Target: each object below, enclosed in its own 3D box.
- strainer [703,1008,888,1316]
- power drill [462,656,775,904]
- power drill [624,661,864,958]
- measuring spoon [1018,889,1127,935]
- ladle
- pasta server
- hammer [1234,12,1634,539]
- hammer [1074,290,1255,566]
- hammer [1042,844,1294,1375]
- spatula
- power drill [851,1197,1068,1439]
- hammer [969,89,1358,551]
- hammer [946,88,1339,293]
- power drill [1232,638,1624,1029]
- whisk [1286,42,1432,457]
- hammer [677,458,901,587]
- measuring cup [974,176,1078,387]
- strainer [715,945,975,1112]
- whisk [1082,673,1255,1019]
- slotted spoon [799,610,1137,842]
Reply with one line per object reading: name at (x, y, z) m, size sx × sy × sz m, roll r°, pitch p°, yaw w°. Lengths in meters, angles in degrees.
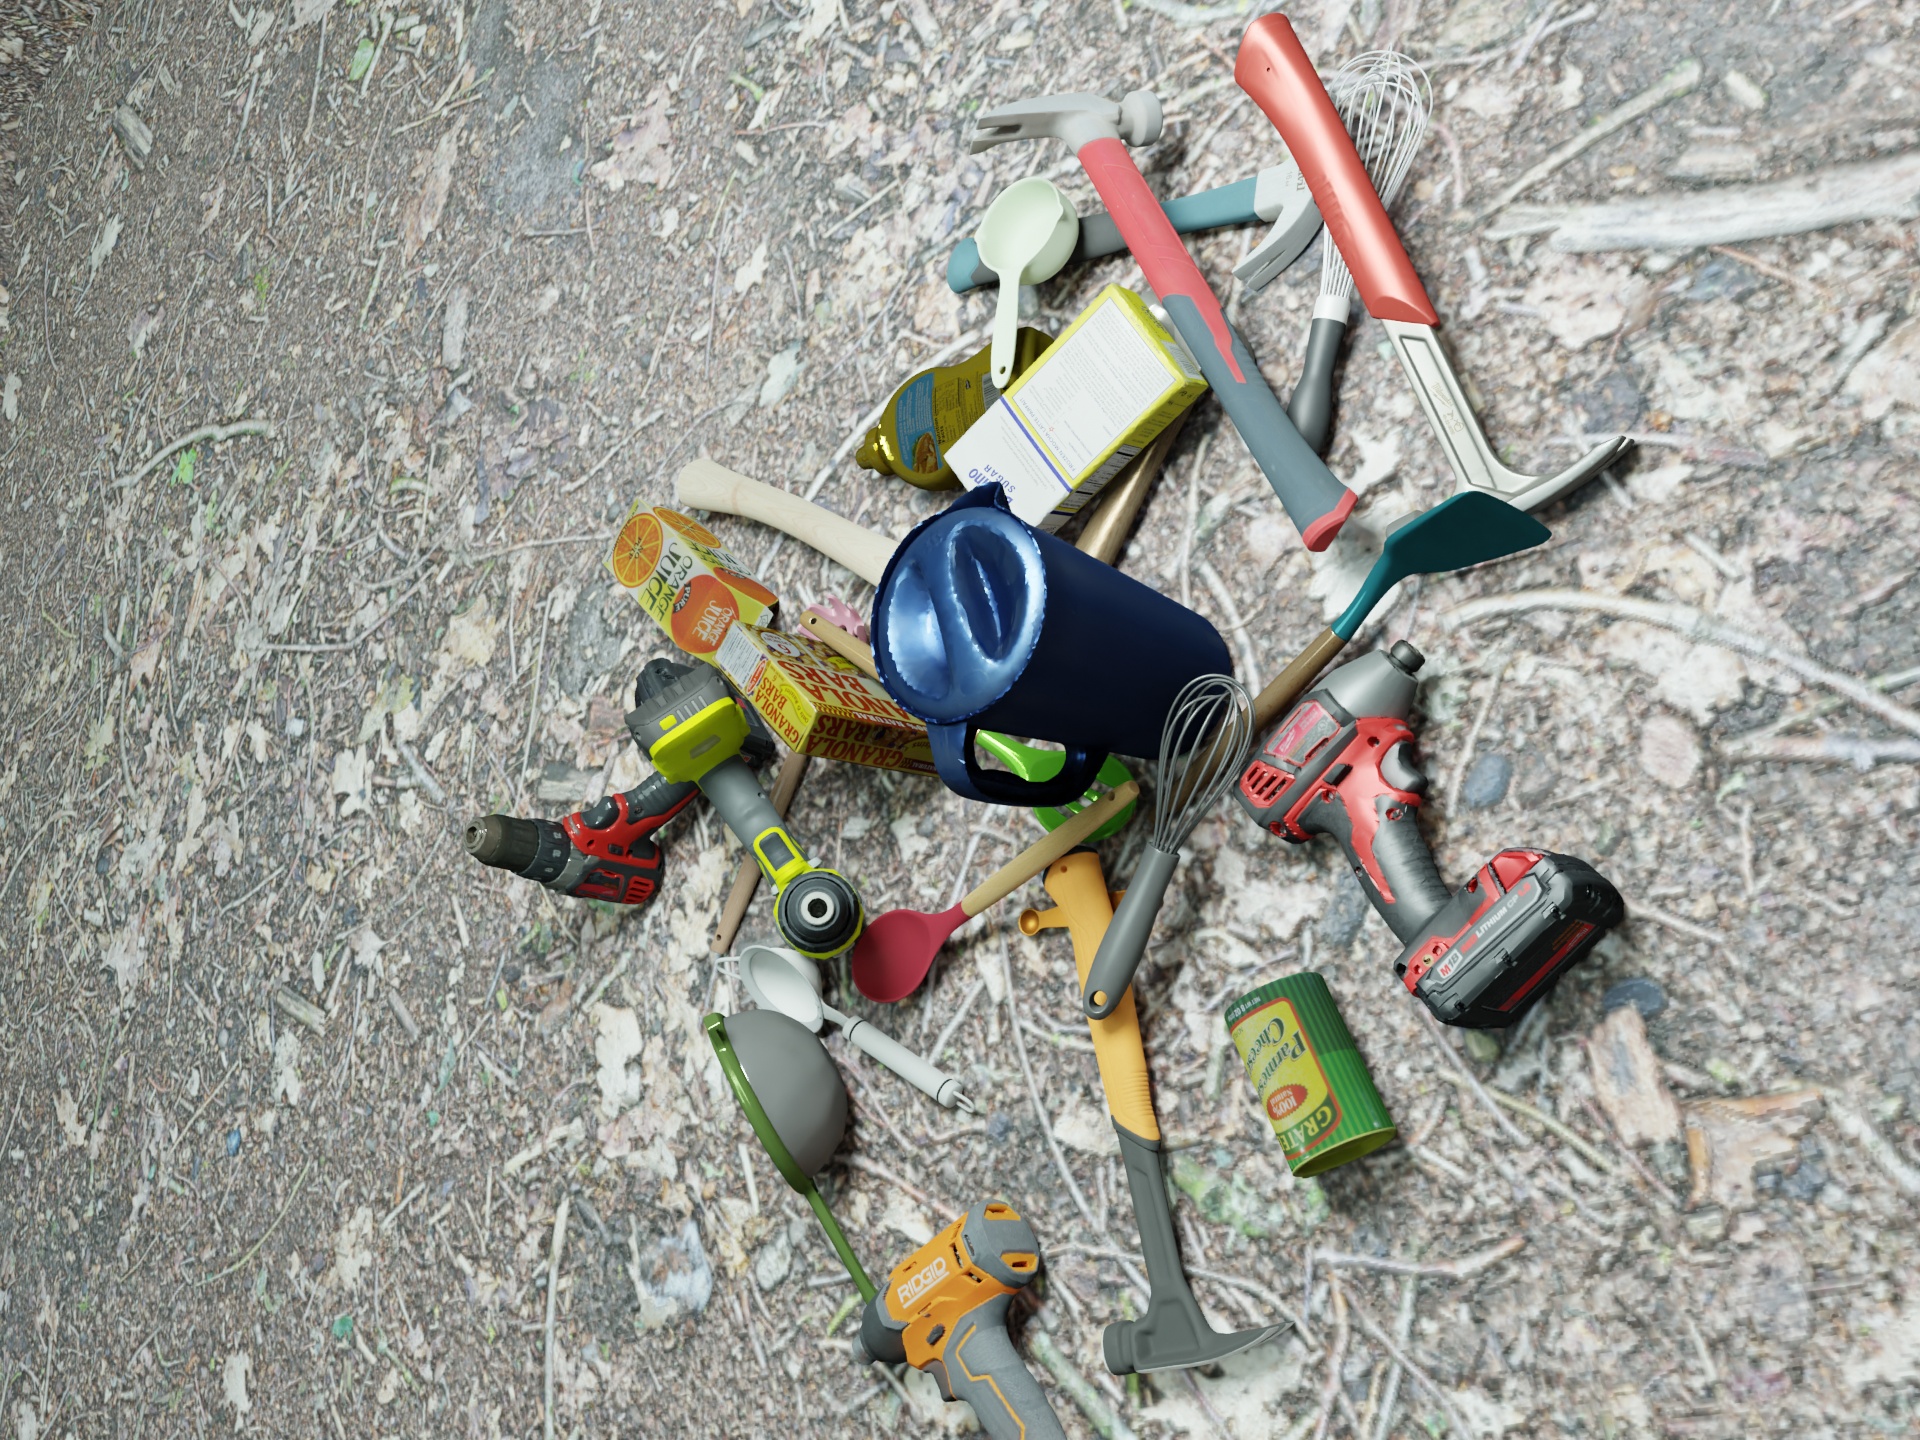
strainer at (-0.099, 0.315, 1.179) m, size 0.069 × 0.151 × 0.256 m, roll -31°, pitch 77°, yaw -7°
power drill at (-0.285, 0.058, 1.327) m, size 0.226 × 0.187 × 0.080 m, roll -48°, pitch 52°, yaw 16°
power drill at (-0.149, 0.075, 1.164) m, size 0.080 × 0.190 × 0.228 m, roll -34°, pitch 85°, yaw -9°
measuring spoon at (0.091, 0.133, 1.106) m, size 0.117 × 0.011 × 0.021 m, roll -15°, pitch 72°, yaw 33°
ladle at (0.020, 0.119, 1.118) m, size 0.315 × 0.031 × 0.069 m, roll -40°, pitch 53°, yaw 41°
pasta server at (-0.147, 0.049, 1.307) m, size 0.060 × 0.040 × 0.316 m, roll 27°, pitch 99°, yaw 30°
hammer at (0.267, -0.284, 0.981) m, size 0.149 × 0.036 × 0.359 m, roll -29°, pitch 77°, yaw 34°
hammer at (0.108, -0.138, 1.140) m, size 0.130 × 0.031 × 0.331 m, roll 36°, pitch 104°, yaw 40°
hammer at (0.115, 0.241, 1.035) m, size 0.127 × 0.034 × 0.337 m, roll -26°, pitch 66°, yaw 34°
spatula at (0.224, -0.030, 1.001) m, size 0.317 × 0.082 × 0.044 m, roll -49°, pitch 41°, yaw 28°
power drill at (0.011, 0.457, 1.051) m, size 0.164 × 0.084 × 0.227 m, roll -44°, pitch 51°, yaw 24°
hammer at (0.140, -0.270, 1.048) m, size 0.038 × 0.143 × 0.387 m, roll 112°, pitch 138°, yaw -58°
hammer at (0.123, -0.366, 1.181) m, size 0.331 × 0.033 × 0.128 m, roll 0°, pitch 79°, yaw 40°
power drill at (0.268, 0.060, 0.931) m, size 0.143 × 0.078 × 0.220 m, roll -52°, pitch 49°, yaw 19°
whisk at (0.251, -0.301, 1.044) m, size 0.070 × 0.070 × 0.284 m, roll 14°, pitch 93°, yaw 41°
hammer at (-0.110, -0.164, 1.306) m, size 0.146 × 0.038 × 0.411 m, roll -41°, pitch 40°, yaw -17°
measuring cup at (0.048, -0.319, 1.181) m, size 0.083 × 0.038 × 0.168 m, roll -3°, pitch 75°, yaw 40°
strainer at (-0.084, 0.231, 1.209) m, size 0.259 × 0.050 × 0.086 m, roll 26°, pitch 136°, yaw 34°
whisk at (0.126, 0.082, 1.010) m, size 0.055 × 0.055 × 0.239 m, roll 29°, pitch 102°, yaw 41°
slotted spoon at (-0.002, -0.004, 1.156) m, size 0.314 × 0.031 × 0.070 m, roll 33°, pitch 79°, yaw 26°
